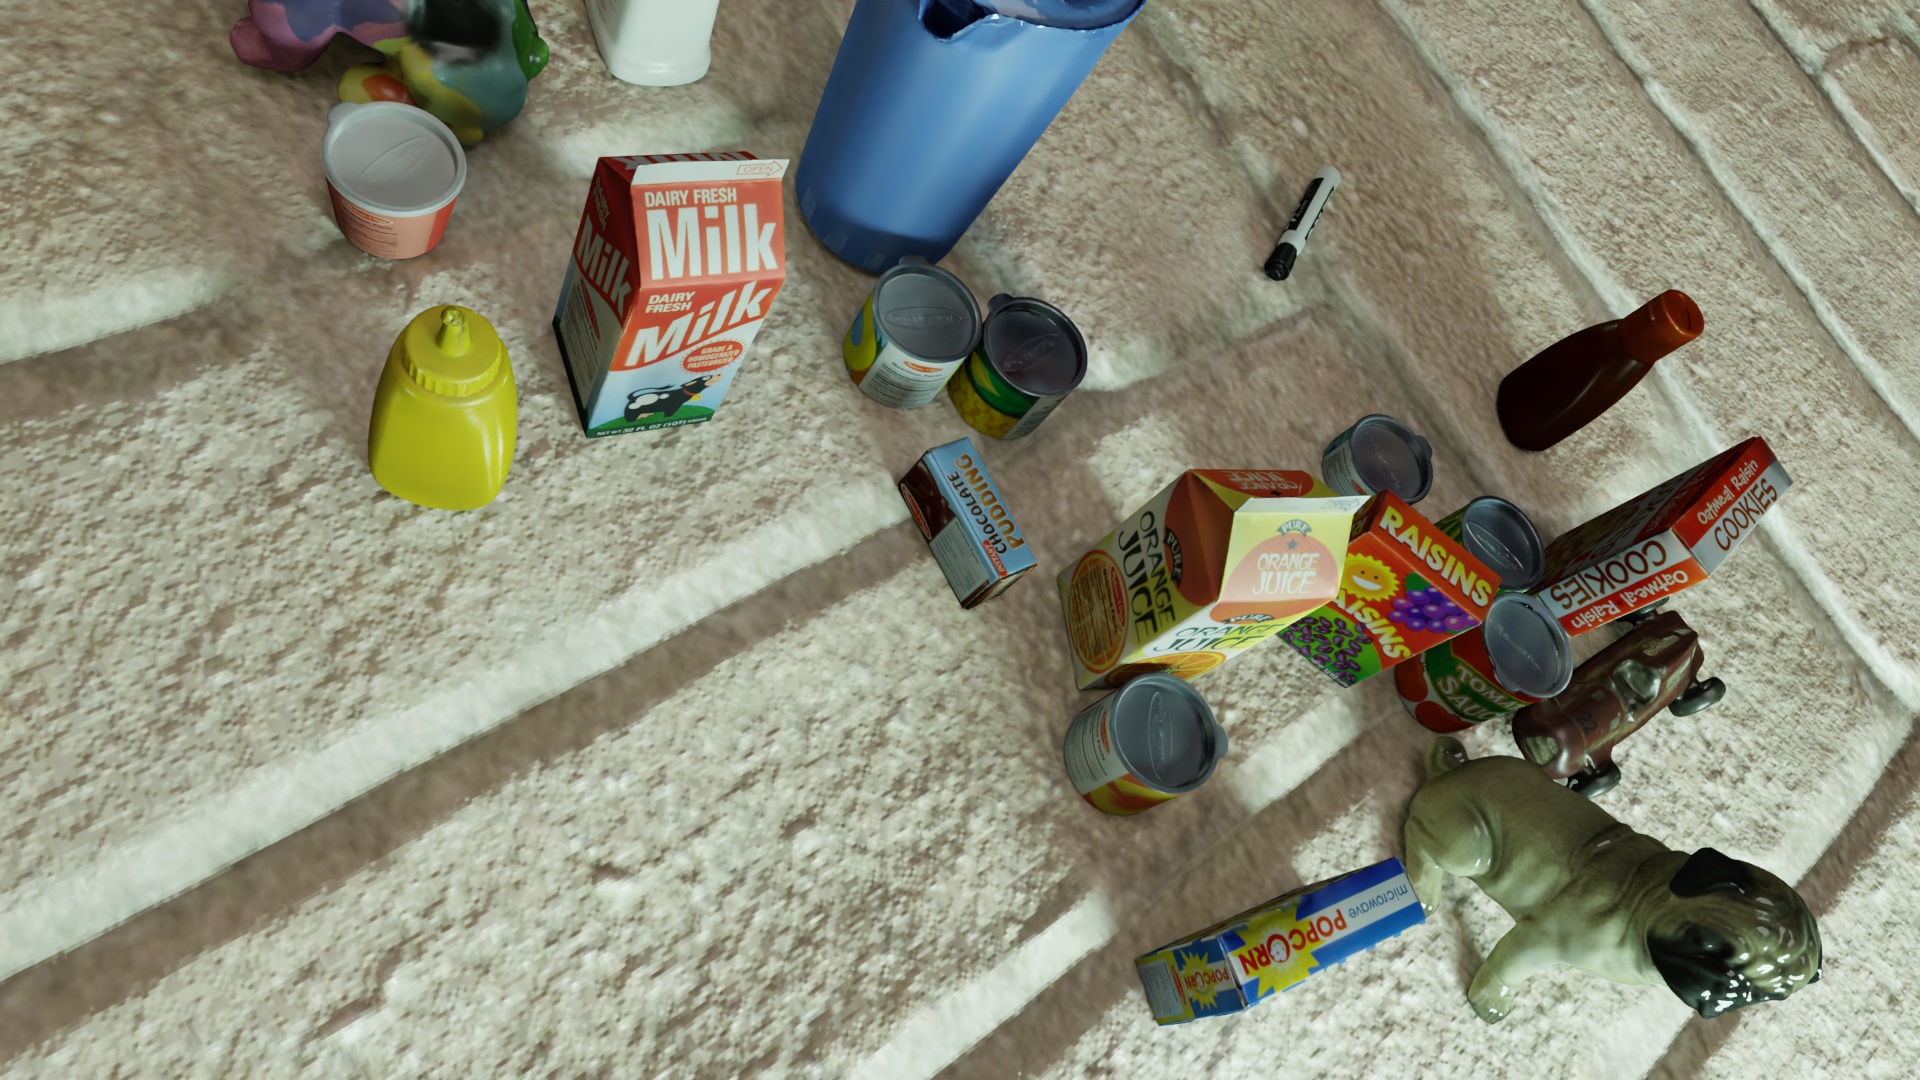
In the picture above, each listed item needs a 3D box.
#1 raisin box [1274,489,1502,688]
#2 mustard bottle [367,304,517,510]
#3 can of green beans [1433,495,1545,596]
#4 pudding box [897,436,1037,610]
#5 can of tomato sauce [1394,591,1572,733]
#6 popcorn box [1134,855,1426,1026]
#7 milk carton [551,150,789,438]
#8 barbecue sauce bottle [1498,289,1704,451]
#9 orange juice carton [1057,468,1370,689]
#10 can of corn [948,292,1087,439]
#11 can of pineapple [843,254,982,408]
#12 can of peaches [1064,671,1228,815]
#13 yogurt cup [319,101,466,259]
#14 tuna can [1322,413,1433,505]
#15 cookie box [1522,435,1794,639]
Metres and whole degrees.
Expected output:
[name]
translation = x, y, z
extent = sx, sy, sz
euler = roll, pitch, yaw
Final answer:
[raisin box]
translation = 0.238, 0.031, 0.812
extent = 0.086, 0.123, 0.040
euler = 38, 58, -4
[mustard bottle]
translation = -0.230, -0.064, 0.624
extent = 0.065, 0.159, 0.049
euler = 12, 63, -19
[can of green beans]
translation = 0.333, 0.012, 0.903
extent = 0.071, 0.057, 0.071
euler = 10, 64, -20
[pudding box]
translation = 0.003, -0.010, 0.769
extent = 0.030, 0.049, 0.084
euler = -23, 78, -31
[can of tomato sauce]
translation = 0.318, 0.078, 0.850
extent = 0.071, 0.082, 0.071
euler = 10, 64, -20
[popcorn box]
translation = 0.166, 0.208, 0.720
extent = 0.127, 0.085, 0.038
euler = -13, 73, -29
[milk carton]
translation = -0.142, -0.127, 0.675
extent = 0.072, 0.189, 0.073
euler = -12, 73, -28
[barbecue sauce bottle]
translation = 0.438, -0.119, 0.958
extent = 0.044, 0.148, 0.065
euler = 13, 63, -18
[orange juice carton]
translation = 0.128, 0.016, 0.729
extent = 0.072, 0.191, 0.073
euler = 0, 67, -24
[can of corn]
translation = 0.031, -0.103, 0.820
extent = 0.071, 0.058, 0.071
euler = 10, 64, -20
[can of pineapple]
translation = -0.028, -0.119, 0.801
extent = 0.071, 0.057, 0.071
euler = 10, 64, -20
[can of peaches]
translation = 0.099, 0.112, 0.751
extent = 0.071, 0.057, 0.071
euler = 10, 64, -20
[yogurt cup]
translation = -0.292, -0.182, 0.714
extent = 0.072, 0.053, 0.072
euler = 10, 64, -20
[tuna can]
translation = 0.278, -0.048, 0.921
extent = 0.071, 0.032, 0.071
euler = 10, 63, -20
[cookie box]
translation = 0.420, 0.008, 0.879
extent = 0.123, 0.166, 0.040
euler = -34, 84, -32
